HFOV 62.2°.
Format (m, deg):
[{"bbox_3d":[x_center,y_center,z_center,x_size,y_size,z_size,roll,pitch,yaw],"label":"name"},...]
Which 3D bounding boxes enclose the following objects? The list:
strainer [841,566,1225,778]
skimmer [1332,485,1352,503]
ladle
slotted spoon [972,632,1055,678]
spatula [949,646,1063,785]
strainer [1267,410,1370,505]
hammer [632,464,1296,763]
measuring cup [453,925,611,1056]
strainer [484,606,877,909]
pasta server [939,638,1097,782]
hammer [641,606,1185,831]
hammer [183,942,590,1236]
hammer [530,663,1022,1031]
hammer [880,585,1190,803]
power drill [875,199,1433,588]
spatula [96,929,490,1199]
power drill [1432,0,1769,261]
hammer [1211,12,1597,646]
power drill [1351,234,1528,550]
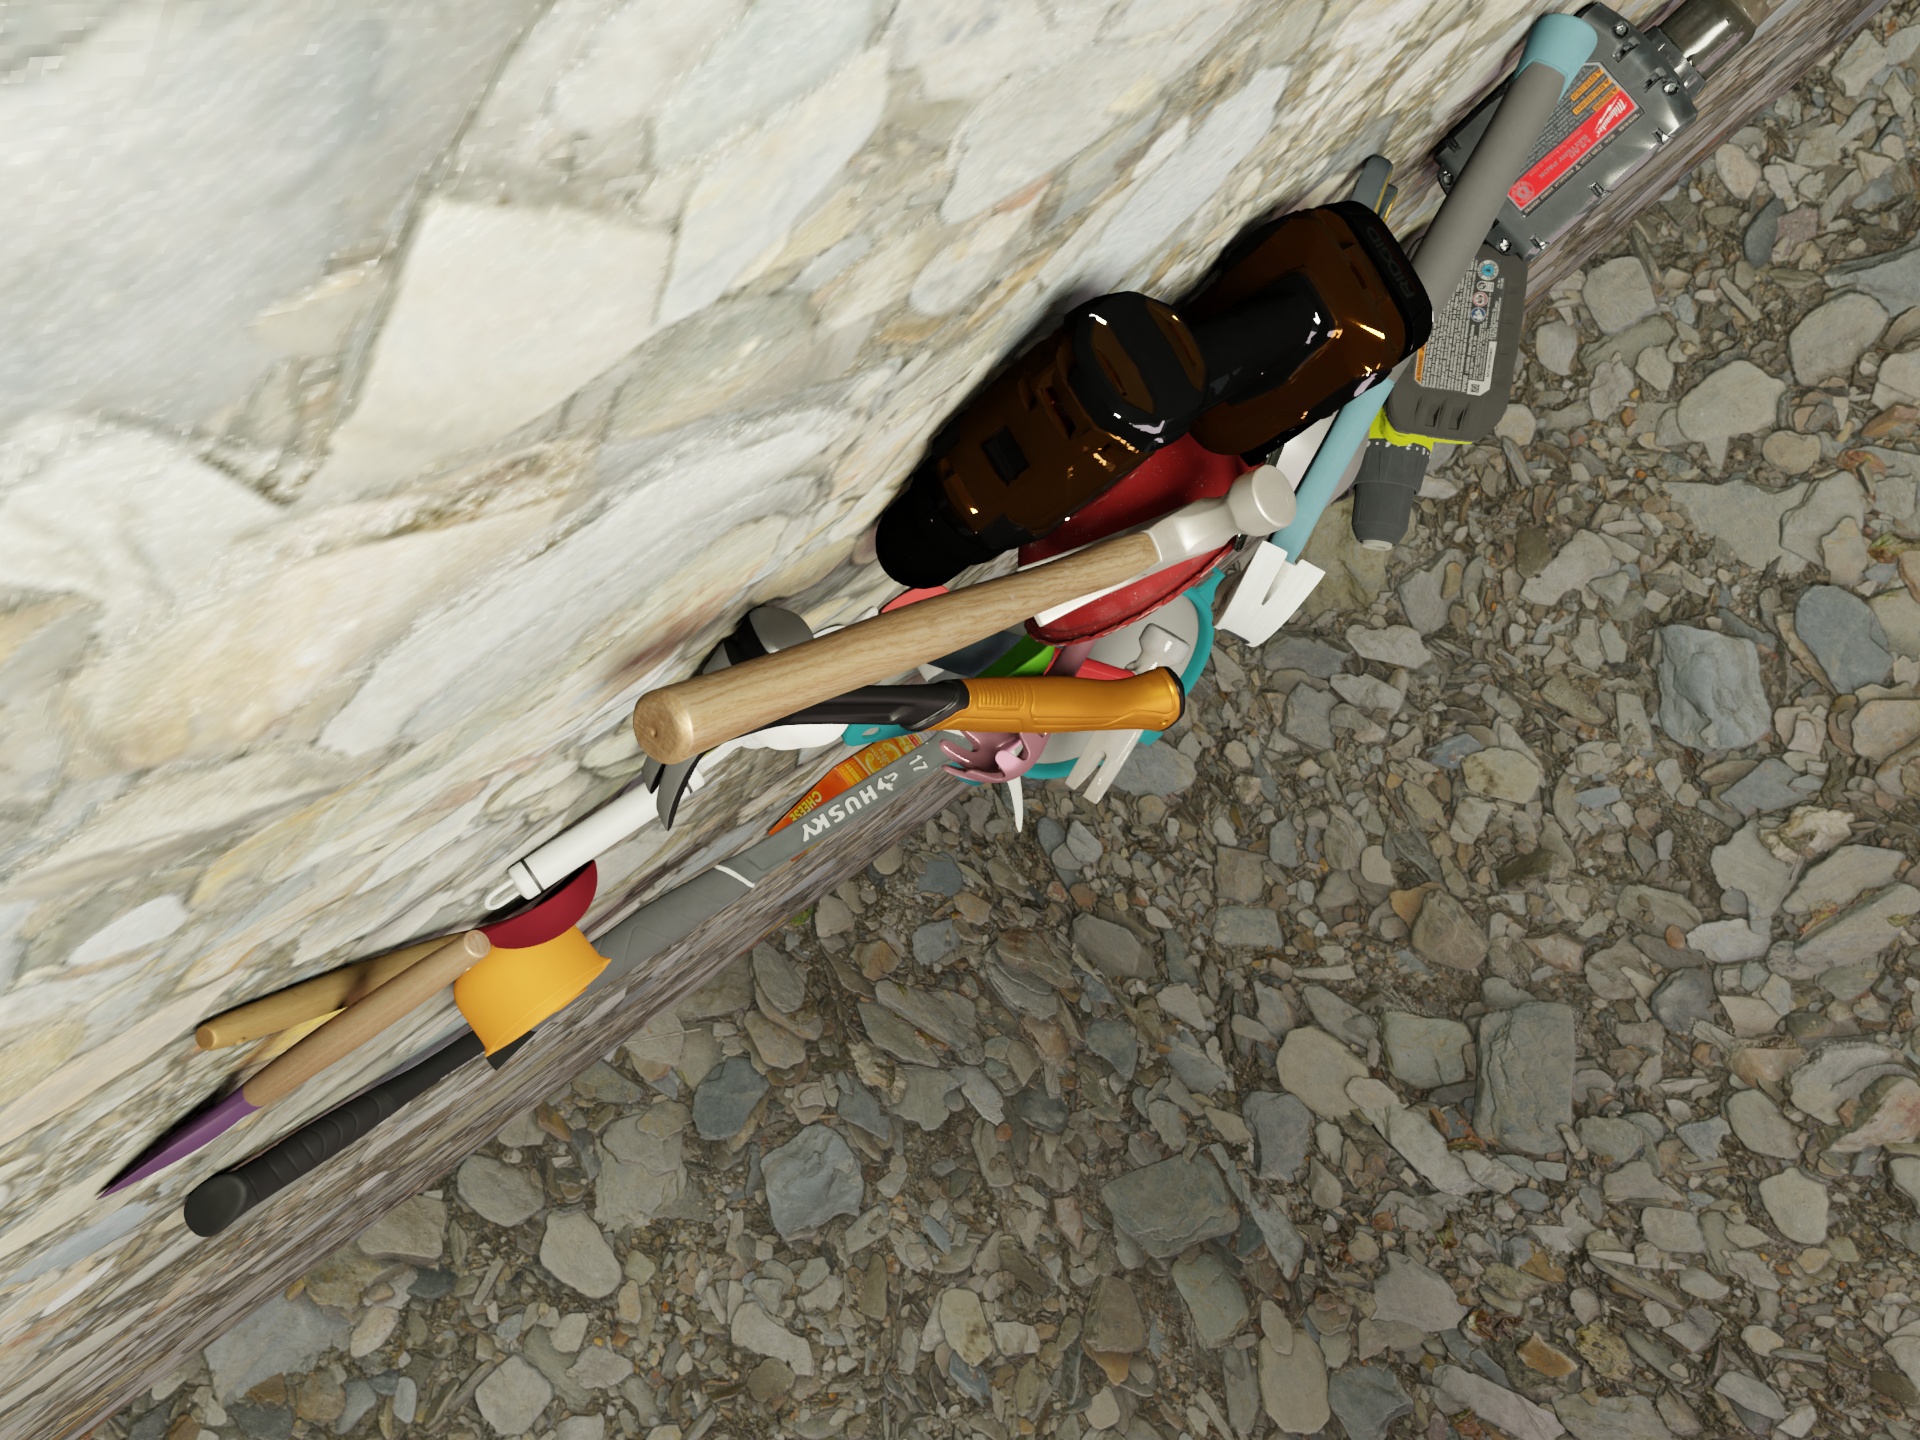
[{"bbox_3d":[0.042,-0.046,1.277,0.340,0.095,0.210,-12,139,-29],"label":"strainer"},{"bbox_3d":[0.169,-0.142,1.248,0.363,0.090,0.127,-33,-157,-33],"label":"skimmer"},{"bbox_3d":[-0.264,0.116,0.793,0.069,0.031,0.315,-39,174,14],"label":"ladle"},{"bbox_3d":[0.093,-0.111,0.953,0.314,0.031,0.070,-52,-163,-23],"label":"slotted spoon"},{"bbox_3d":[0.107,-0.074,1.176,0.317,0.044,0.082,-41,157,6],"label":"spatula"},{"bbox_3d":[0.184,-0.139,1.067,0.256,0.069,0.151,-38,178,-8],"label":"strainer"},{"bbox_3d":[0.002,-0.045,0.675,0.331,0.031,0.130,-23,-178,-42],"label":"hammer"},{"bbox_3d":[-0.275,0.165,1.032,0.095,0.052,0.173,-38,177,-8],"label":"measuring cup"},{"bbox_3d":[-0.135,0.026,0.835,0.258,0.050,0.086,-34,159,-15],"label":"strainer"},{"bbox_3d":[0.090,-0.084,0.969,0.060,0.040,0.316,9,-121,51],"label":"pasta server"},{"bbox_3d":[-0.001,-0.003,0.825,0.336,0.034,0.127,-1,143,-45],"label":"hammer"},{"bbox_3d":[-0.401,0.266,1.134,0.146,0.035,0.335,-42,174,32],"label":"hammer"},{"bbox_3d":[-0.141,0.104,1.135,0.409,0.149,0.036,-32,179,3],"label":"hammer"},{"bbox_3d":[0.046,-0.020,1.059,0.143,0.038,0.386,-61,154,9],"label":"hammer"},{"bbox_3d":[0.076,-0.132,0.686,0.226,0.084,0.185,-30,178,-38],"label":"power drill"},{"bbox_3d":[-0.312,0.163,0.740,0.316,0.018,0.060,-32,180,32],"label":"spatula"},{"bbox_3d":[0.366,-0.346,0.897,0.188,0.080,0.227,-41,178,31],"label":"power drill"},{"bbox_3d":[0.214,-0.185,0.792,0.331,0.033,0.128,-63,179,15],"label":"hammer"},{"bbox_3d":[0.322,-0.229,1.120,0.228,0.080,0.190,42,57,-85],"label":"power drill"}]
